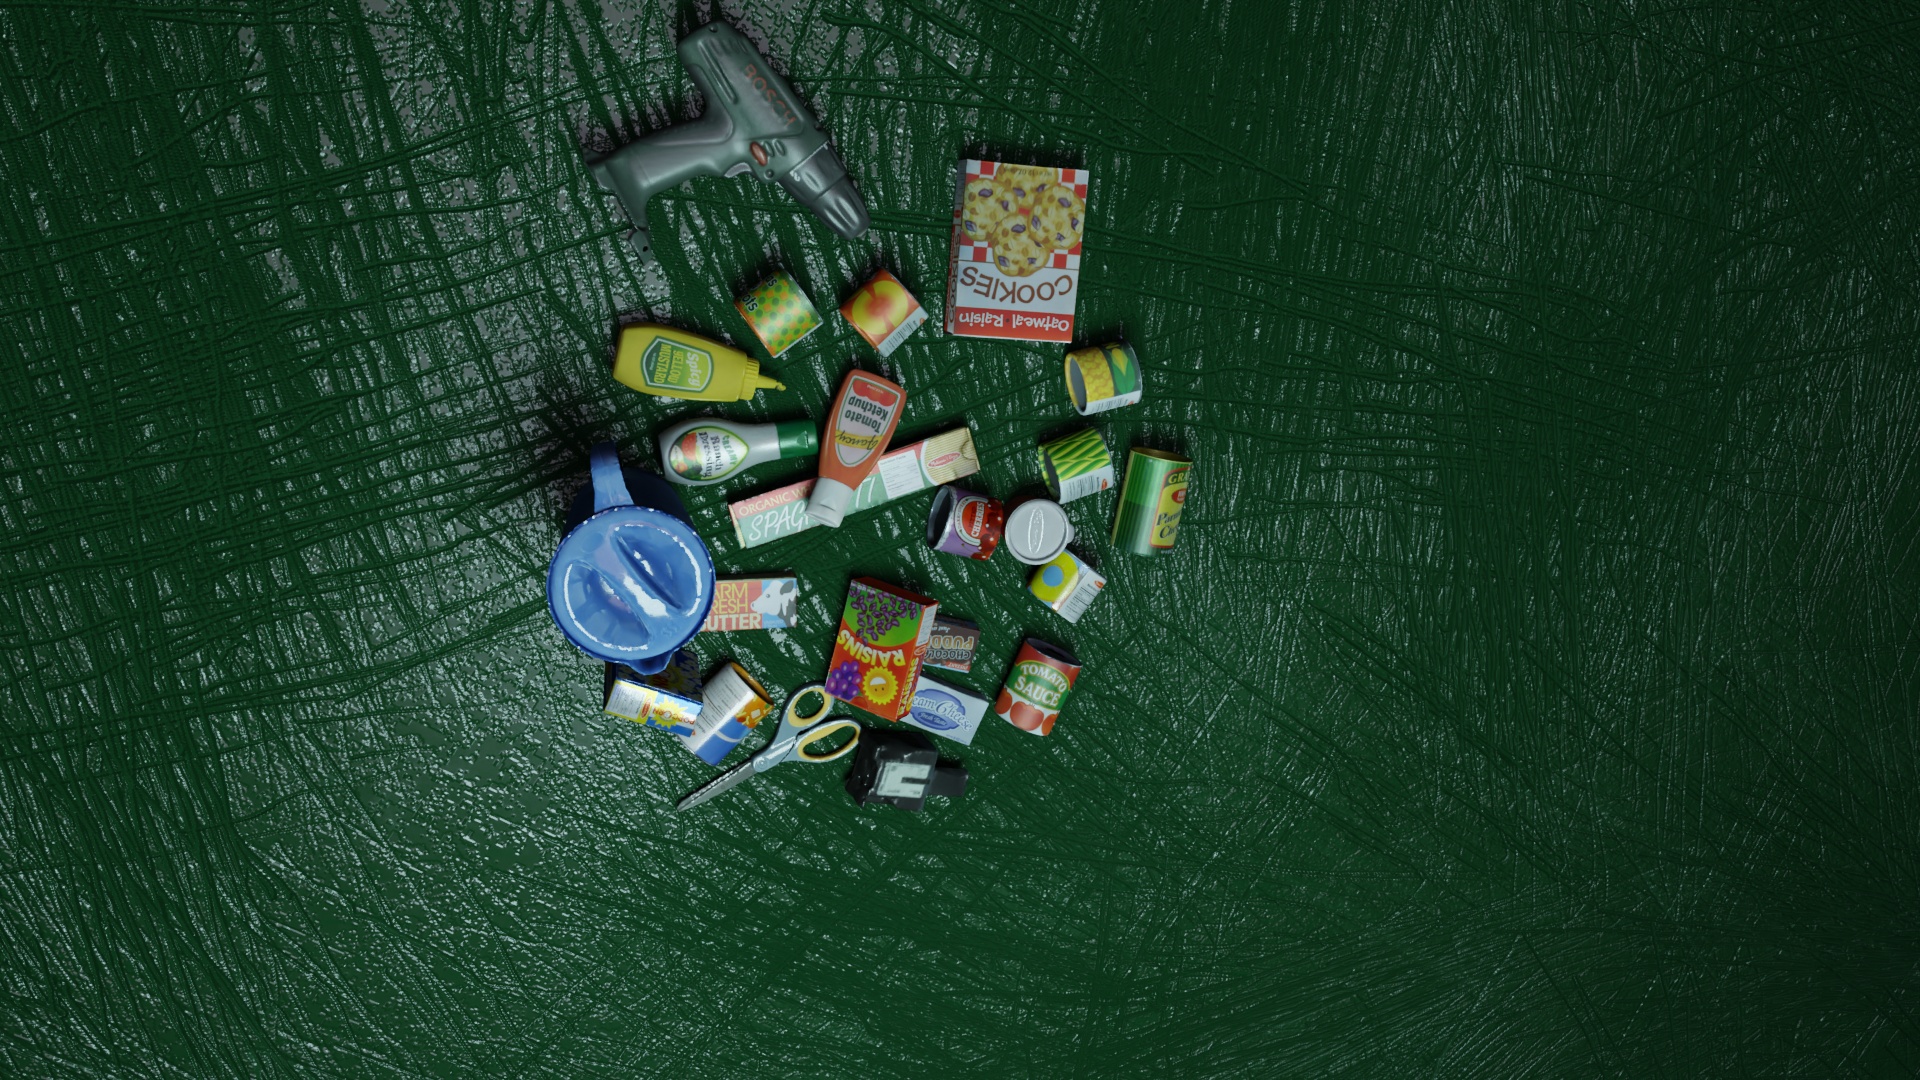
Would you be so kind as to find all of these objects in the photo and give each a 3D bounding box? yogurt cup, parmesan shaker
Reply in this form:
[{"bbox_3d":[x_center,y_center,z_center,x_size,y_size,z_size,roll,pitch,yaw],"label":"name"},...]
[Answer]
[{"bbox_3d":[0.072,-0.014,1.416,0.072,0.054,0.072,-4,105,-14],"label":"yogurt cup"},{"bbox_3d":[0.199,-0.040,1.439,0.071,0.071,0.102,7,103,-16],"label":"parmesan shaker"}]

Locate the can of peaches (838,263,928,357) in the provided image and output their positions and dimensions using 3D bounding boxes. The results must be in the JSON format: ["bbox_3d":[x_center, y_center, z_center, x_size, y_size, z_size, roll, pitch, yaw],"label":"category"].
[{"bbox_3d":[-0.075,-0.218,1.320,0.058,0.071,0.071,-45,110,0],"label":"can of peaches"}]

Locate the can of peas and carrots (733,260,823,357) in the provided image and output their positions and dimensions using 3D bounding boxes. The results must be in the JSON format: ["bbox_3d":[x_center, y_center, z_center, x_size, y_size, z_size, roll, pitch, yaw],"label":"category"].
[{"bbox_3d":[-0.171,-0.215,1.294,0.059,0.071,0.071,-37,110,-2],"label":"can of peas and carrots"}]

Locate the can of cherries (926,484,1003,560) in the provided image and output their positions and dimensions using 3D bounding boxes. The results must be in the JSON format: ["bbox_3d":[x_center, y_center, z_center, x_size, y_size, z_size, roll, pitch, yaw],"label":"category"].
[{"bbox_3d":[0.005,-0.017,1.389,0.058,0.071,0.071,14,100,-18],"label":"can of cherries"}]

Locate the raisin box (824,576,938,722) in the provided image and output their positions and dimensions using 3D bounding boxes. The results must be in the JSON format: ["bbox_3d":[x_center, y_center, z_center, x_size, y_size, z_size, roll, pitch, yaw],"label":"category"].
[{"bbox_3d":[-0.080,0.108,1.393,0.086,0.040,0.123,18,101,19],"label":"raisin box"}]

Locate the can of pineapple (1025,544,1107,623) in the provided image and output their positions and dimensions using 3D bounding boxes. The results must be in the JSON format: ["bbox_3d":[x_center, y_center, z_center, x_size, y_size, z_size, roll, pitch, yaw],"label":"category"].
[{"bbox_3d":[0.108,0.043,1.436,0.071,0.071,0.058,36,93,-20],"label":"can of pineapple"}]

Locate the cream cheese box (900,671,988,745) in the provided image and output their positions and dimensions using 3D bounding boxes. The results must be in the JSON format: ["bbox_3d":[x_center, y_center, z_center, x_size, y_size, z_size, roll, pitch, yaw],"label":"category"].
[{"bbox_3d":[-0.028,0.172,1.454,0.104,0.024,0.053,23,96,-19],"label":"cream cheese box"}]

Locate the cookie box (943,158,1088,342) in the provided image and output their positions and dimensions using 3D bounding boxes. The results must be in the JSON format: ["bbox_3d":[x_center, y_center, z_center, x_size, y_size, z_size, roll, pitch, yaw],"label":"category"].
[{"bbox_3d":[0.053,-0.279,1.352,0.123,0.040,0.167,2,103,-15],"label":"cookie box"}]

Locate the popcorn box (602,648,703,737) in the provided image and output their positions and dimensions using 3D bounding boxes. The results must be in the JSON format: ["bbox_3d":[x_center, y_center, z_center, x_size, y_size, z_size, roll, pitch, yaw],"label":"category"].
[{"bbox_3d":[-0.292,0.135,1.319,0.085,0.127,0.038,20,102,-18],"label":"popcorn box"}]

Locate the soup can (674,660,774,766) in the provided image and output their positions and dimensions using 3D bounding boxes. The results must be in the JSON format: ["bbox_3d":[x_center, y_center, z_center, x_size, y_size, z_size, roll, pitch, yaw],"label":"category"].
[{"bbox_3d":[-0.235,0.172,1.378,0.084,0.071,0.071,-44,110,-1],"label":"soup can"}]

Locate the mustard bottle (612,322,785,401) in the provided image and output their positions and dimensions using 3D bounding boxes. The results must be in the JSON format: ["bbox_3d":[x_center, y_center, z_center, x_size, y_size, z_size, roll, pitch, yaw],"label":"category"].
[{"bbox_3d":[-0.241,-0.161,1.298,0.160,0.049,0.065,10,103,-17],"label":"mustard bottle"}]

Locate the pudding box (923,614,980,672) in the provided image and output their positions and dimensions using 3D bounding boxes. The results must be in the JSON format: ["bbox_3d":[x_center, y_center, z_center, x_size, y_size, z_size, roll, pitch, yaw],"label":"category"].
[{"bbox_3d":[-0.027,0.103,1.433,0.084,0.030,0.049,14,101,-18],"label":"pudding box"}]

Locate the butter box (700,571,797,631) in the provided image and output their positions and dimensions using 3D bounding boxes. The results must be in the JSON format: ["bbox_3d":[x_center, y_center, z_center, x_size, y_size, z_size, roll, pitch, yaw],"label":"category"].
[{"bbox_3d":[-0.214,0.061,1.375,0.104,0.024,0.053,-3,104,-15],"label":"butter box"}]

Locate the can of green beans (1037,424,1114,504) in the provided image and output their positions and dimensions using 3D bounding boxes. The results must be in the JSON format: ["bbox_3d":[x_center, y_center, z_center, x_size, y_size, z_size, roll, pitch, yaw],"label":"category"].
[{"bbox_3d":[0.116,-0.076,1.406,0.058,0.071,0.071,-19,108,-9],"label":"can of green beans"}]

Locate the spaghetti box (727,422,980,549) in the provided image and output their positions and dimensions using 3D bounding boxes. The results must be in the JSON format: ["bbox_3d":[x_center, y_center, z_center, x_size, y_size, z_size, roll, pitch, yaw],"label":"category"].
[{"bbox_3d":[-0.105,-0.055,1.372,0.250,0.029,0.050,-19,108,-10],"label":"spaghetti box"}]

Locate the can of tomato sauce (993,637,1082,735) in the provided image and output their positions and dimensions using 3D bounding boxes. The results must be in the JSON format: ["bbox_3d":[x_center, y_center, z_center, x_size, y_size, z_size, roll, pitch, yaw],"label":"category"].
[{"bbox_3d":[0.080,0.153,1.453,0.071,0.071,0.083,22,98,-19],"label":"can of tomato sauce"}]

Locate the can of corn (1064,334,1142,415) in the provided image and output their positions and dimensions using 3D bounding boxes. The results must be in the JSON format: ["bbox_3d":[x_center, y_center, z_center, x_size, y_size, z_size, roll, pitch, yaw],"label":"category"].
[{"bbox_3d":[0.142,-0.166,1.391,0.058,0.071,0.071,-15,108,-10],"label":"can of corn"}]

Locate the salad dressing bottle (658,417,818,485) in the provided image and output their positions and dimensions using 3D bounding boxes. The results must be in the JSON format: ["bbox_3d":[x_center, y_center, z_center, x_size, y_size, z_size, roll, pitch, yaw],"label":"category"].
[{"bbox_3d":[-0.211,-0.091,1.327,0.148,0.044,0.064,-10,105,-13],"label":"salad dressing bottle"}]

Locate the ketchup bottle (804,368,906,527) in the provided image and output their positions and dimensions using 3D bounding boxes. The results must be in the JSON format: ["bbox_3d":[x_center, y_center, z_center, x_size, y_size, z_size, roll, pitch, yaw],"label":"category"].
[{"bbox_3d":[-0.106,-0.087,1.332,0.065,0.043,0.149,23,78,-8],"label":"ketchup bottle"}]
